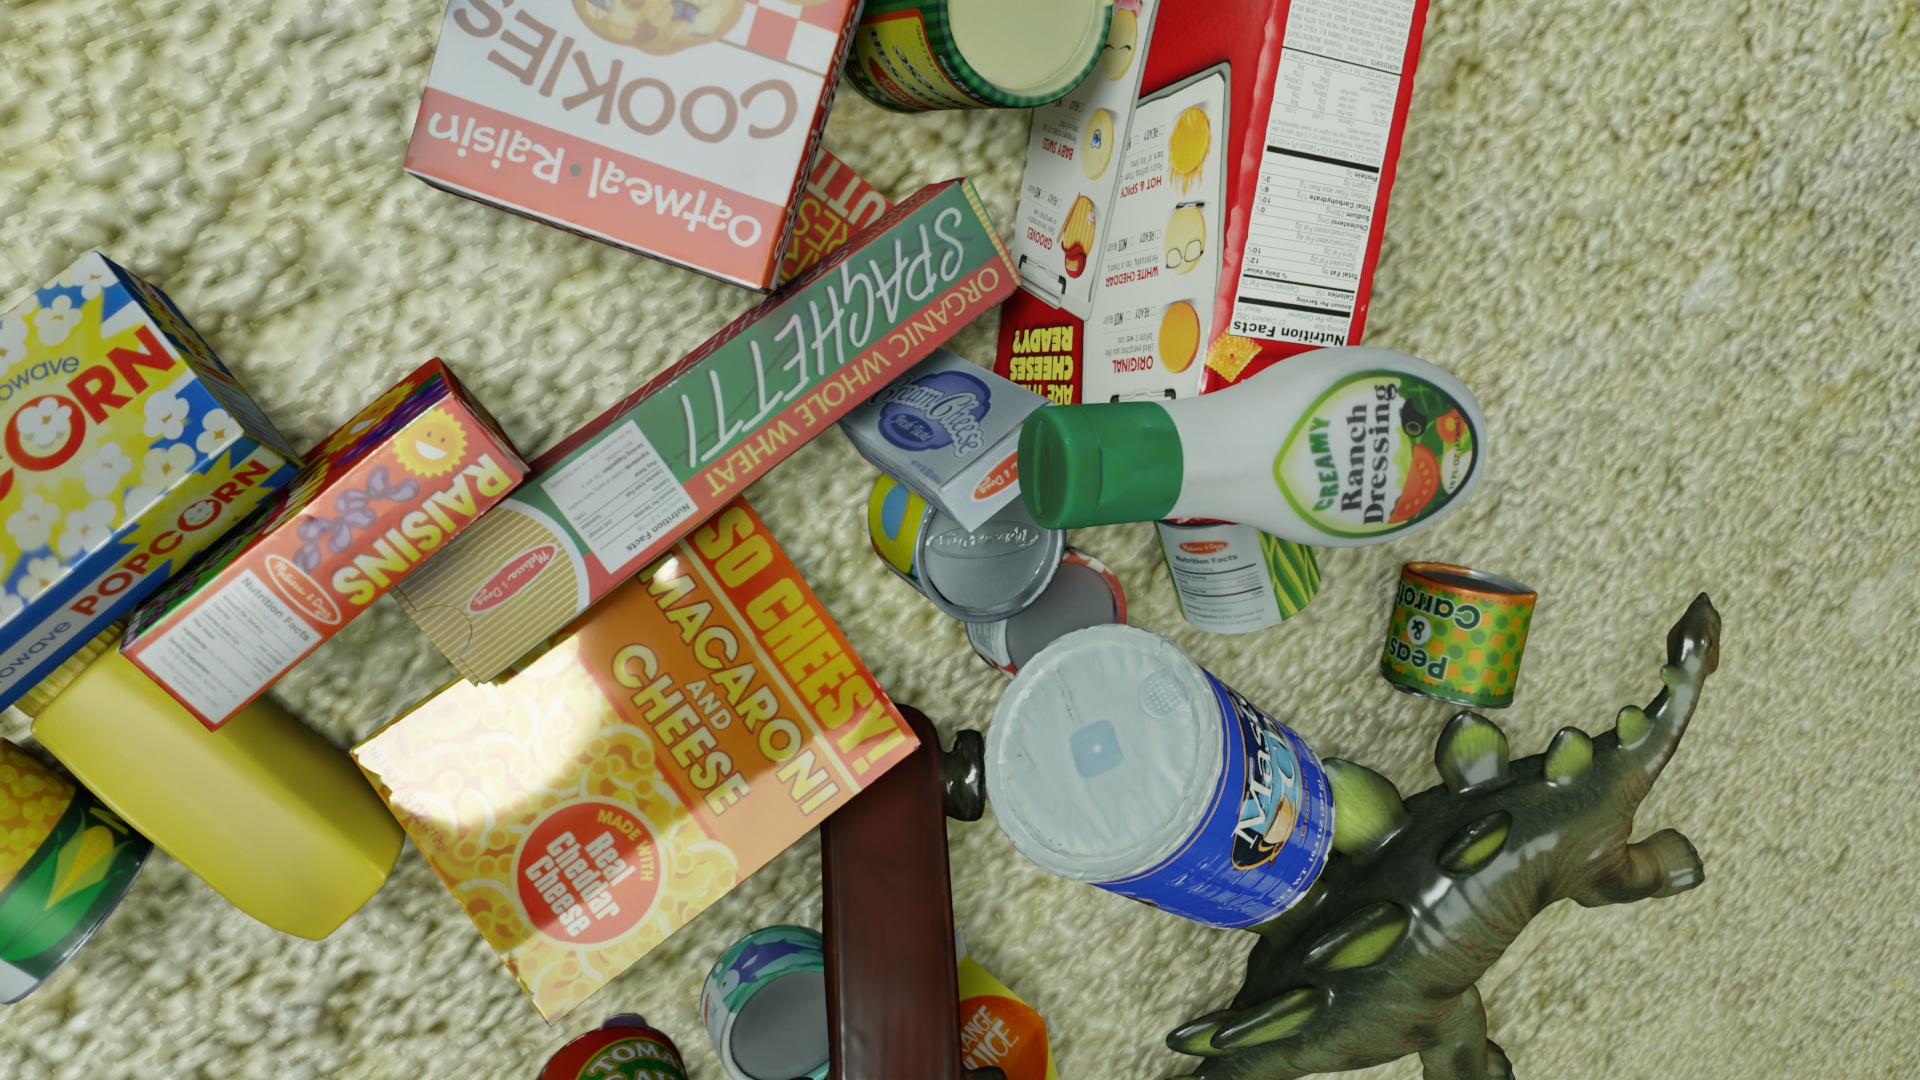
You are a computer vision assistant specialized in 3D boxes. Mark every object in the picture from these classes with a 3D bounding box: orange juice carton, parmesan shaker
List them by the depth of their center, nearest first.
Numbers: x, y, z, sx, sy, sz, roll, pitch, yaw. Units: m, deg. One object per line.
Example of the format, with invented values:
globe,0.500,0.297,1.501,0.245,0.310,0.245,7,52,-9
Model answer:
parmesan shaker,-0.002,-0.188,0.494,0.071,0.103,0.071,-7,108,-23
orange juice carton,0.002,0.274,0.627,0.072,0.073,0.192,-34,116,-49

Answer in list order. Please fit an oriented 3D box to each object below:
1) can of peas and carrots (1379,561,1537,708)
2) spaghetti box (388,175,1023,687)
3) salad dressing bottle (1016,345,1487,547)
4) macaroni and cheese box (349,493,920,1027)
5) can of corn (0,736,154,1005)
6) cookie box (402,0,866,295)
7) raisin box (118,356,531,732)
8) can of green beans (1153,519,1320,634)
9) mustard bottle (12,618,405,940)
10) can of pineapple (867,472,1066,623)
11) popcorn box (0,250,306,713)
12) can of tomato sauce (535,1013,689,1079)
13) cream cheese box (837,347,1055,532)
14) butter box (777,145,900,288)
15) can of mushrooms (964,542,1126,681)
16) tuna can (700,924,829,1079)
can of peas and carrots,0.249,0.046,0.700,0.071,0.071,0.058,4,102,-26
spaghetti box,-0.086,-0.044,0.504,0.251,0.029,0.050,-38,115,-13
salad dressing bottle,0.091,-0.027,0.430,0.148,0.044,0.064,-5,105,-22
macaroni and cheese box,-0.119,0.078,0.527,0.167,0.040,0.123,-36,92,-13
can of corn,-0.311,0.105,0.453,0.071,0.071,0.058,-46,118,-7
cookie box,-0.097,-0.180,0.461,0.123,0.040,0.167,18,96,-3
raisin box,-0.207,-0.004,0.459,0.123,0.086,0.040,-41,116,-9
can of green beans,0.124,0.001,0.629,0.071,0.071,0.057,-28,115,-16
mustard bottle,-0.264,0.068,0.469,0.049,0.065,0.160,-45,109,-1
can of pineapple,0.002,-0.007,0.573,0.071,0.058,0.070,-7,108,-24
popcorn box,-0.282,-0.016,0.423,0.127,0.038,0.085,-42,77,-9
can of tomato sauce,-0.135,0.248,0.566,0.071,0.083,0.071,-7,108,-23
cream cheese box,-0.005,-0.042,0.534,0.053,0.104,0.024,-38,121,-10
butter box,-0.072,-0.130,0.522,0.103,0.024,0.053,34,89,-29
can of mushrooms,0.040,0.033,0.617,0.071,0.033,0.070,-7,106,-23
tuna can,-0.076,0.206,0.611,0.071,0.033,0.071,-7,108,-23
